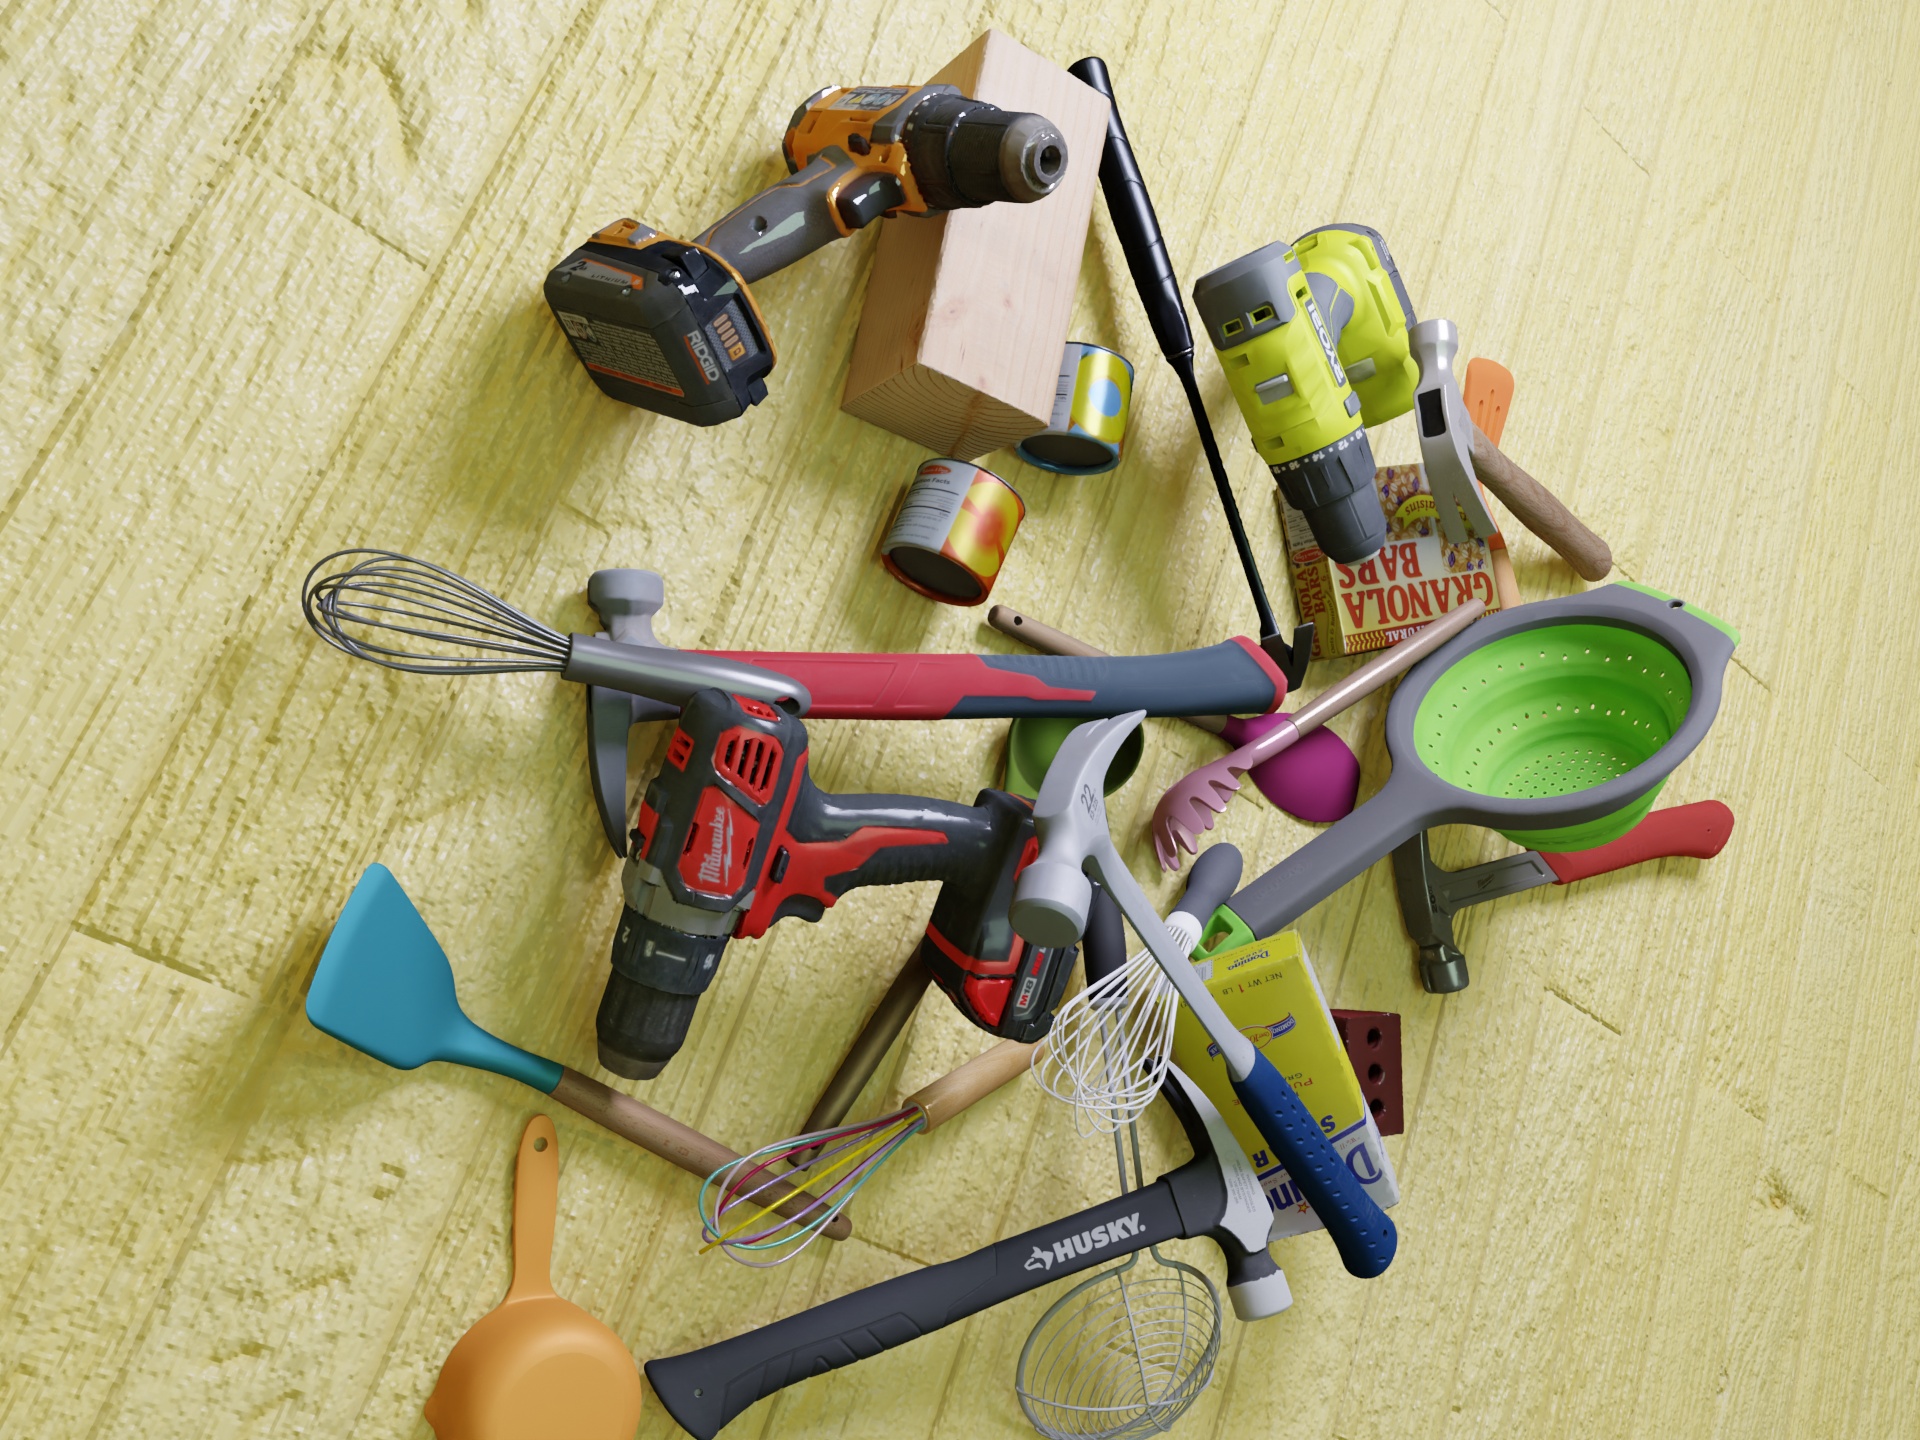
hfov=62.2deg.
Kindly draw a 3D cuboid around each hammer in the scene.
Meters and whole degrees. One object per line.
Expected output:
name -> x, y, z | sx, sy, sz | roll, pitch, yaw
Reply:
hammer -> 0.392, -0.155, 1.110 | 0.331, 0.031, 0.130 | 19, 66, -49
hammer -> 0.138, -0.211, 0.978 | 0.036, 0.149, 0.409 | -18, 88, 5
hammer -> 0.004, 0.285, 0.821 | 0.334, 0.035, 0.146 | -14, 78, -18
hammer -> -0.001, -0.003, 0.848 | 0.386, 0.038, 0.143 | 0, 85, -19
hammer -> 0.143, 0.165, 0.827 | 0.405, 0.035, 0.144 | 54, 37, -33
hammer -> 0.456, 0.092, 1.183 | 0.359, 0.037, 0.149 | -9, 89, -33

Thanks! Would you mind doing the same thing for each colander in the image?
colander -> 0.321, 0.063, 1.025 | 0.397, 0.205, 0.094 | -34, 124, -7

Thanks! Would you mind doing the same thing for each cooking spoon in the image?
cooking spoon -> 0.145, -0.007, 1.003 | 0.318, 0.017, 0.069 | 23, 72, -30

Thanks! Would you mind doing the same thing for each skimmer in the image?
skimmer -> 0.080, 0.230, 0.927 | 0.127, 0.090, 0.363 | 1, 73, -22

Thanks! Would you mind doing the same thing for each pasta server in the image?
pasta server -> 0.236, -0.001, 1.022 | 0.316, 0.060, 0.040 | -31, 69, -25

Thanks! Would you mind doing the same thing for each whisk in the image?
whisk -> -0.182, -0.033, 0.744 | 0.238, 0.055, 0.055 | 12, 78, -23
whisk -> 0.114, 0.135, 0.894 | 0.070, 0.070, 0.285 | 63, 32, -11
whisk -> -0.041, 0.216, 0.830 | 0.245, 0.051, 0.047 | -20, 135, -45

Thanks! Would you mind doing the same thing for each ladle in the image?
ladle -> 0.002, 0.107, 0.876 | 0.078, 0.062, 0.320 | 39, 68, -13

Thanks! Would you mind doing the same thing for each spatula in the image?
spatula -> 0.403, -0.102, 1.154 | 0.081, 0.041, 0.323 | 0, 77, -49
spatula -> -0.168, 0.182, 0.763 | 0.317, 0.044, 0.082 | 36, 41, -26

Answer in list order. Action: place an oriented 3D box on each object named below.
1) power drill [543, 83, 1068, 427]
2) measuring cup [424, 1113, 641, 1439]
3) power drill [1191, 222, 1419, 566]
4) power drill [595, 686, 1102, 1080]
power drill -> -0.070, -0.240, 0.786 | 0.226, 0.185, 0.084 | -43, 131, -21
measuring cup -> -0.190, 0.273, 0.732 | 0.095, 0.052, 0.174 | 4, 84, -32
power drill -> 0.230, -0.212, 0.993 | 0.190, 0.080, 0.228 | 63, 33, -13
power drill -> -0.059, 0.098, 0.779 | 0.226, 0.080, 0.188 | 17, 96, -27
